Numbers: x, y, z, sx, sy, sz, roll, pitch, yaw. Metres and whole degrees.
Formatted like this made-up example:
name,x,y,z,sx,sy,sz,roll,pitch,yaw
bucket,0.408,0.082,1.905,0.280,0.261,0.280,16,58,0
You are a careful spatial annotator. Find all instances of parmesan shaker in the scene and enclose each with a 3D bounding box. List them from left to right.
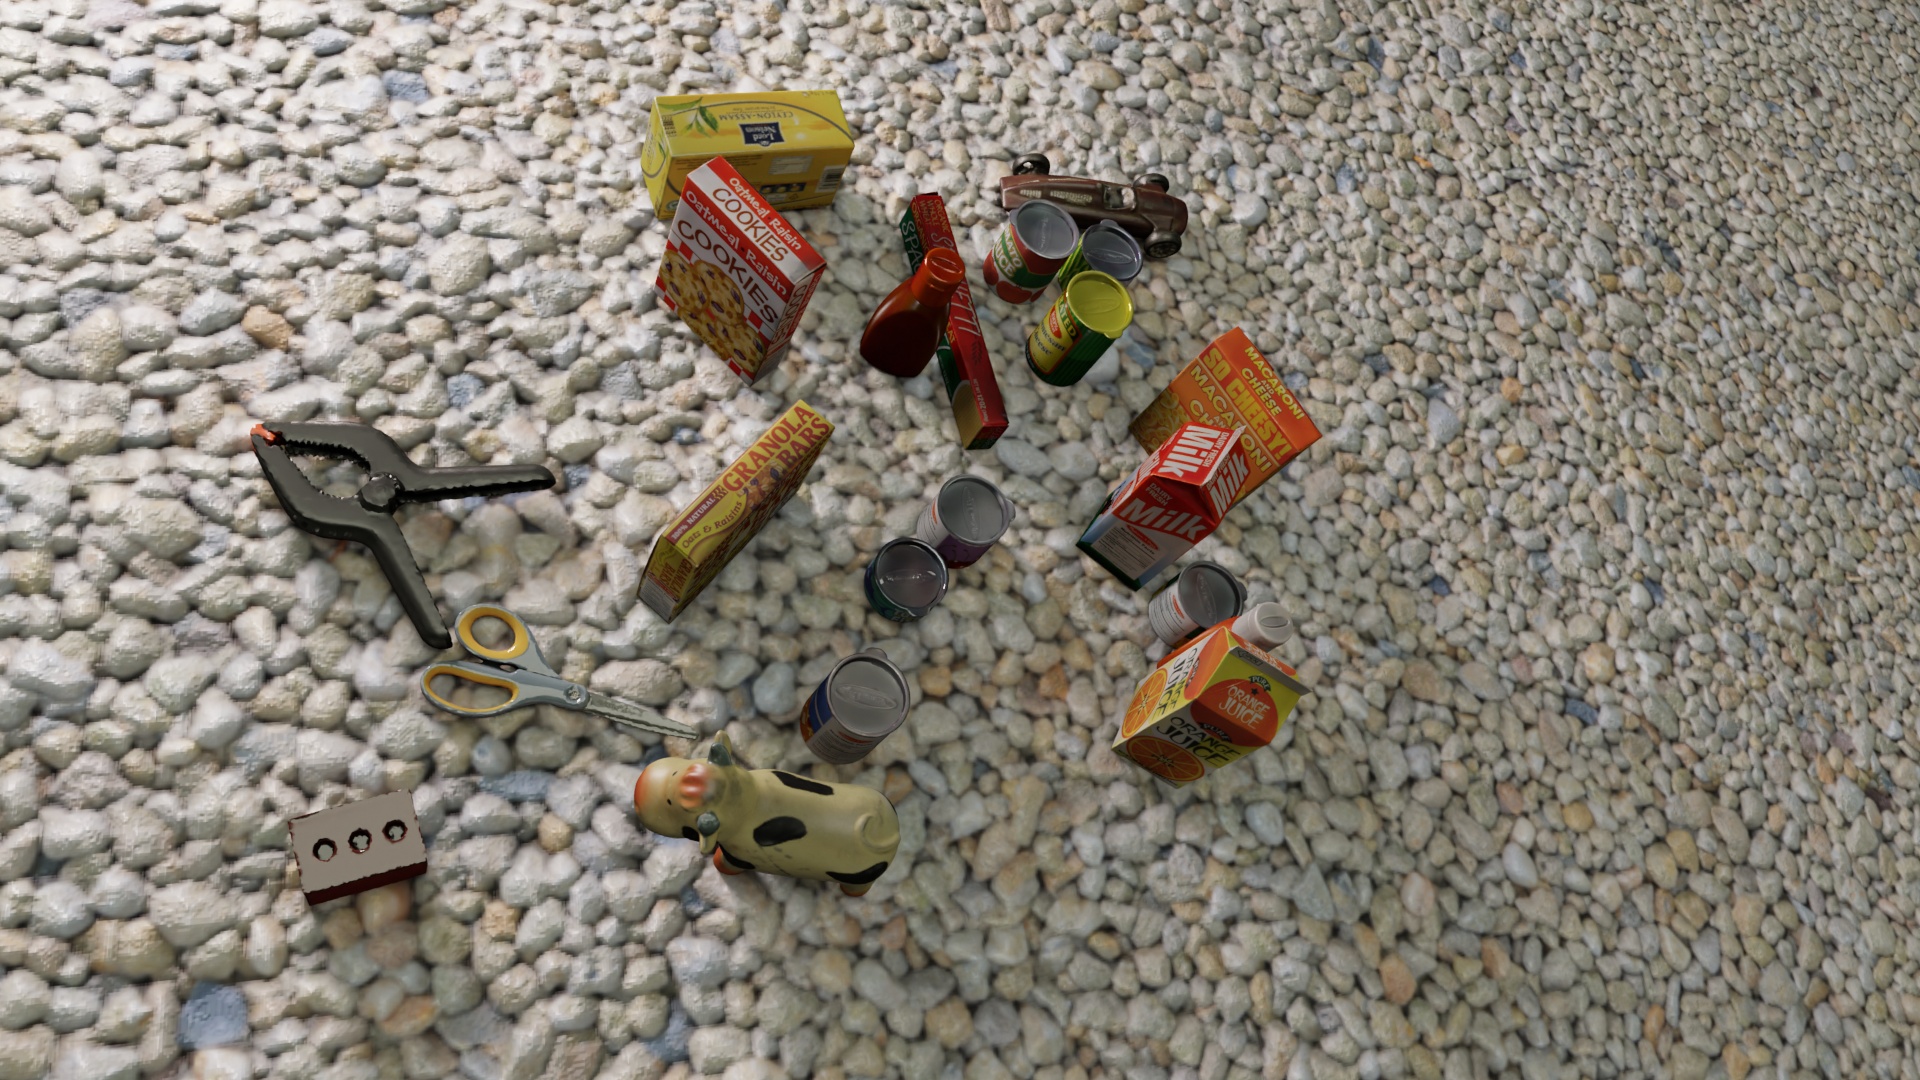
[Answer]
name,x,y,z,sx,sy,sz,roll,pitch,yaw
parmesan shaker,0.109,-0.193,1.291,0.071,0.102,0.071,9,64,-18

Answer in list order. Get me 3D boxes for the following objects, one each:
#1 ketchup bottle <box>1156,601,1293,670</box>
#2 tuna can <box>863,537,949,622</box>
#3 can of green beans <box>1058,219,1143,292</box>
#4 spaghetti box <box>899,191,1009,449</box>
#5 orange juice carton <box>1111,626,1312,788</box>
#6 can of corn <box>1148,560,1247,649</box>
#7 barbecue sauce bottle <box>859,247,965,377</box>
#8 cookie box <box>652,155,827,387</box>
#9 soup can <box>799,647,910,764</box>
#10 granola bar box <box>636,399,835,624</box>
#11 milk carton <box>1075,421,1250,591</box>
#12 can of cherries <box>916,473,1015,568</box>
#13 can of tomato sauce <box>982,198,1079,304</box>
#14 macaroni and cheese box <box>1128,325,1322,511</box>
name,x,y,z,sx,sy,sz,roll,pitch,yaw
ketchup bottle,0.227,0.093,1.179,0.065,0.148,0.043,-2,68,-23
tuna can,-0.045,0.036,1.163,0.071,0.032,0.071,9,64,-18
can of green beans,0.137,-0.267,1.364,0.071,0.057,0.071,9,64,-18
spaghetti box,-0.008,-0.204,1.280,0.029,0.050,0.250,-7,69,-25
orange juice carton,0.204,0.133,1.126,0.072,0.191,0.073,32,59,-6
can of corn,0.212,0.059,1.242,0.071,0.058,0.071,9,64,-18
barbecue sauce bottle,-0.038,-0.198,1.207,0.065,0.148,0.044,21,61,-12
cookie box,-0.185,-0.218,1.145,0.123,0.166,0.040,45,59,2
soup can,-0.082,0.129,1.075,0.071,0.083,0.071,9,64,-18
granola bar box,-0.177,-0.023,1.083,0.039,0.123,0.166,41,58,-1
milk carton,0.182,-0.035,1.196,0.073,0.189,0.073,38,59,-2
can of cherries,0.004,-0.015,1.192,0.071,0.058,0.072,9,64,-18
can of tomato sauce,0.064,-0.274,1.322,0.071,0.082,0.071,9,64,-18
macaroni and cheese box,0.237,-0.100,1.263,0.040,0.165,0.124,-31,81,-30
